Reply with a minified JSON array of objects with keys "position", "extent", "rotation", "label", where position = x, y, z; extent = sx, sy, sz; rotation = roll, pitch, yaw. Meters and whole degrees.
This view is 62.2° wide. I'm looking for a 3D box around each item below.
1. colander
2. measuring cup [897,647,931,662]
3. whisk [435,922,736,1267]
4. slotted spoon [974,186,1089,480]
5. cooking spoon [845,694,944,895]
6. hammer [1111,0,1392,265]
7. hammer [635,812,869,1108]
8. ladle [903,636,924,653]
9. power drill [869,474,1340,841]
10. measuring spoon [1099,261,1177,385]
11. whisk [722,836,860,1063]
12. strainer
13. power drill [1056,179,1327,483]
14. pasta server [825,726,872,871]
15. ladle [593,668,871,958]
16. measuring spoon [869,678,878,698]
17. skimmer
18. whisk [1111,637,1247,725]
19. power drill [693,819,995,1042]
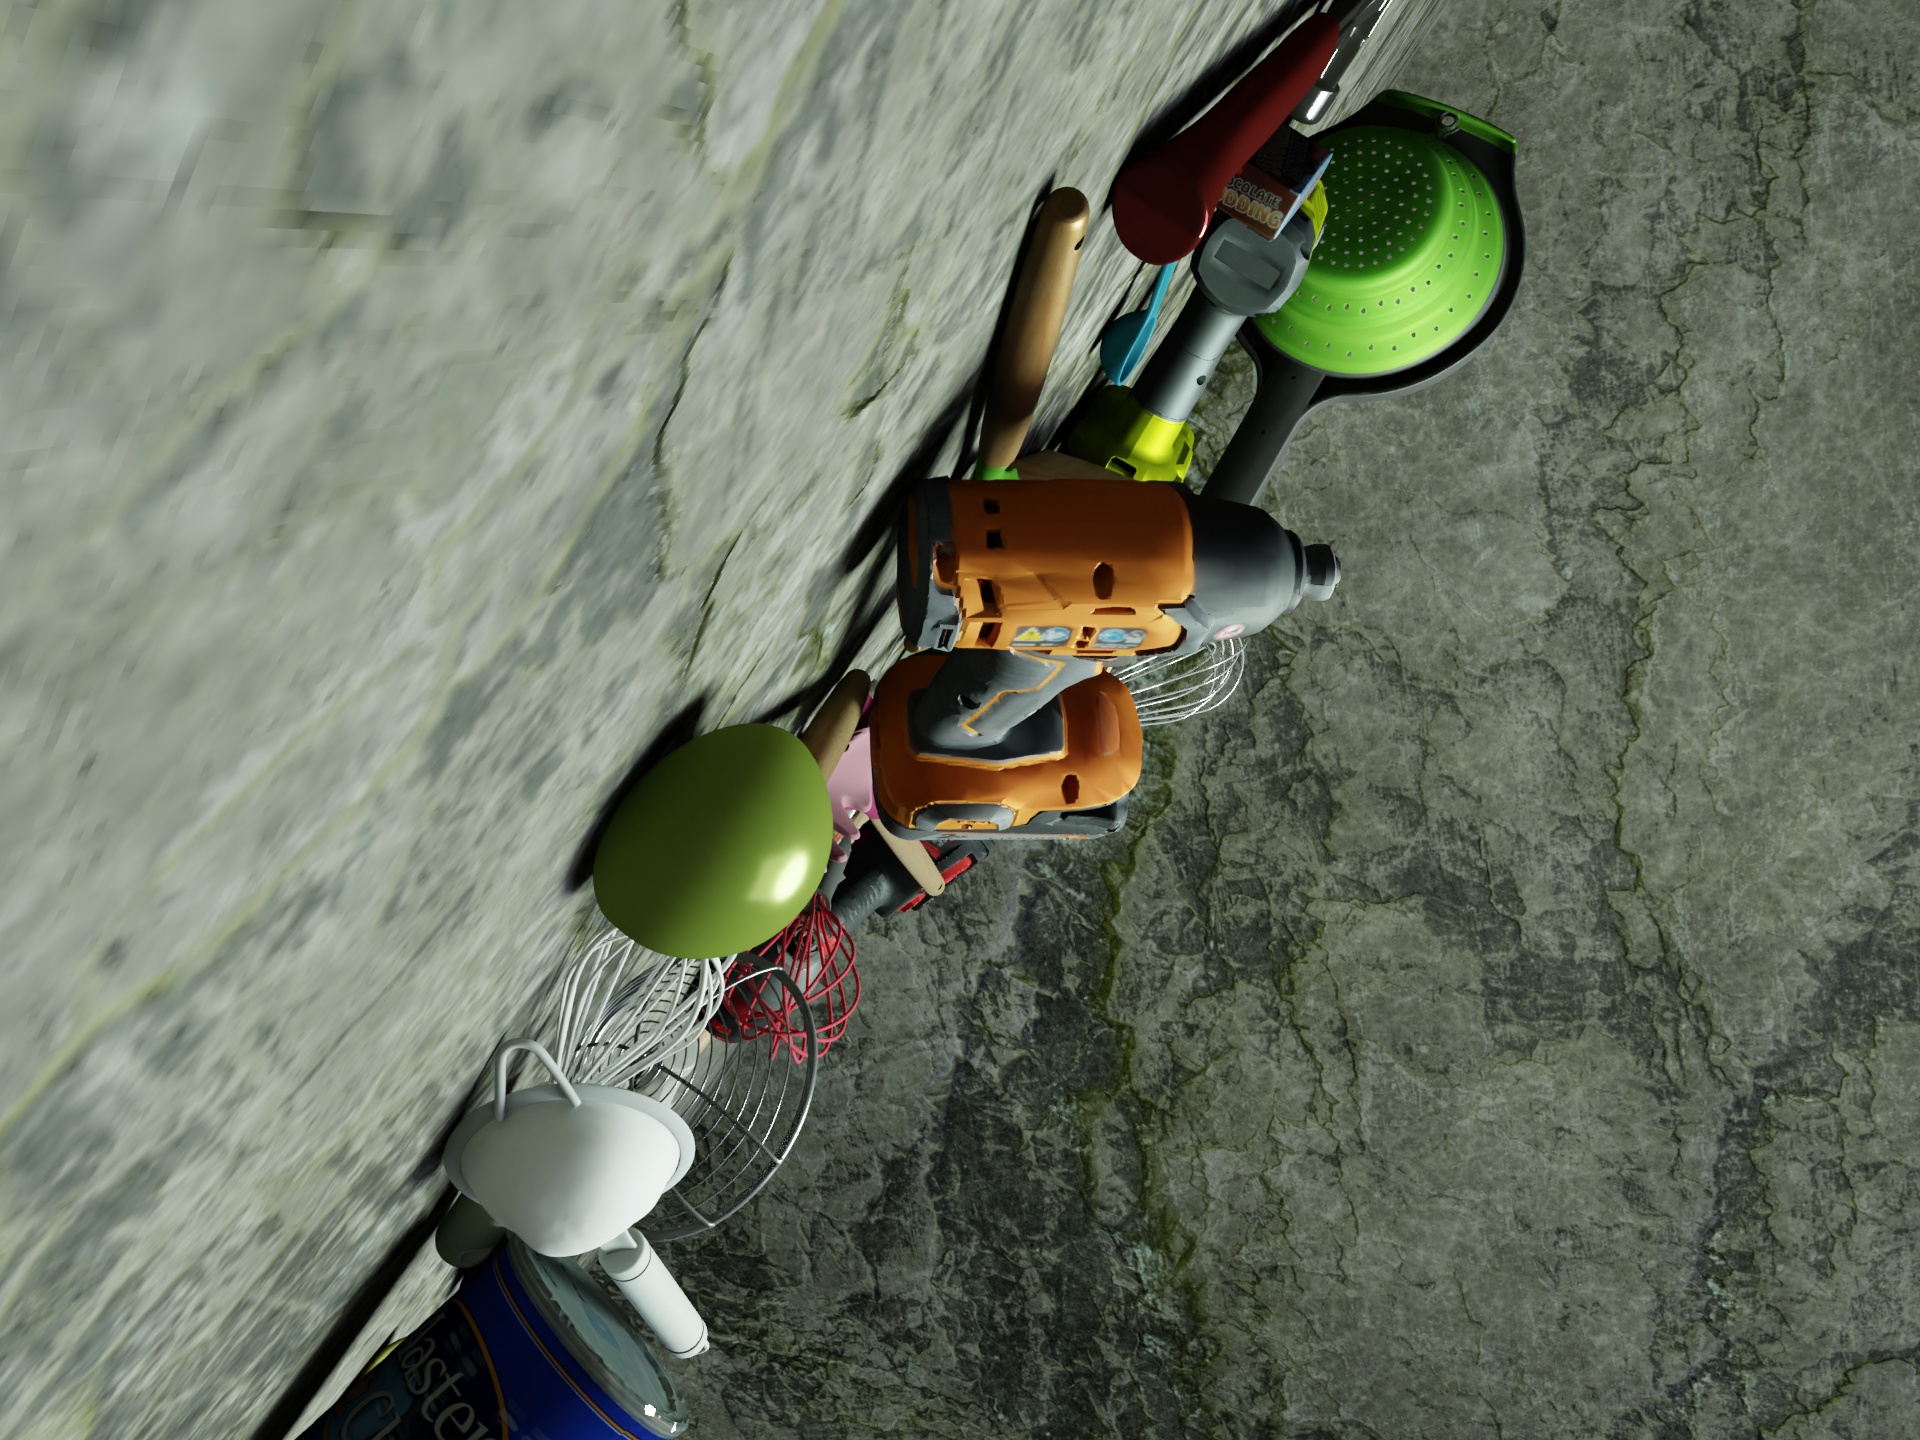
[{"position":[0.227,-0.252,1.055],"extent":[0.397,0.205,0.094],"rotation":[-60,161,2],"label":"colander"},{"position":[-0.028,-0.012,1.027],"extent":[0.083,0.038,0.167],"rotation":[-54,176,-34],"label":"measuring cup"},{"position":[-0.150,0.141,0.600],"extent":[0.057,0.059,0.246],"rotation":[1,139,-42],"label":"whisk"},{"position":[0.016,-0.112,0.609],"extent":[0.070,0.031,0.313],"rotation":[-55,177,-14],"label":"slotted spoon"},{"position":[-0.043,0.058,0.927],"extent":[0.069,0.017,0.318],"rotation":[-56,161,-12],"label":"cooking spoon"},{"position":[0.146,-0.286,0.688],"extent":[0.149,0.037,0.359],"rotation":[-57,178,42],"label":"hammer"},{"position":[-0.158,0.182,1.250],"extent":[0.331,0.031,0.130],"rotation":[-54,177,-45],"label":"hammer"},{"position":[0.031,-0.113,1.020],"extent":[0.069,0.031,0.315],"rotation":[-60,174,35],"label":"ladle"},{"position":[0.047,-0.022,0.652],"extent":[0.226,0.164,0.084],"rotation":[110,-22,-64],"label":"power drill"},{"position":[0.097,-0.232,0.823],"extent":[0.042,0.021,0.128],"rotation":[-53,168,-43],"label":"measuring spoon"},{"position":[-0.087,0.114,0.912],"extent":[0.073,0.073,0.296],"rotation":[-56,-172,13],"label":"whisk"},{"position":[-0.129,0.203,0.609],"extent":[0.258,0.087,0.050],"rotation":[80,-1,-51],"label":"strainer"},{"position":[0.148,-0.240,0.980],"extent":[0.228,0.080,0.191],"rotation":[-59,-178,36],"label":"power drill"},{"position":[-0.001,-0.003,0.848],"extent":[0.316,0.040,0.060],"rotation":[-30,129,-51],"label":"pasta server"},{"position":[-0.066,0.010,0.600],"extent":[0.078,0.062,0.320],"rotation":[-59,-176,12],"label":"ladle"},{"position":[-0.075,0.030,0.881],"extent":[0.124,0.018,0.034],"rotation":[-55,179,18],"label":"measuring spoon"},{"position":[-0.172,0.228,0.773],"extent":[0.363,0.090,0.127],"rotation":[126,-32,-47],"label":"skimmer"},{"position":[0.044,-0.001,0.987],"extent":[0.284,0.070,0.070],"rotation":[-21,176,-2],"label":"whisk"},{"position":[-0.082,0.131,1.111],"extent":[0.220,0.078,0.143],"rotation":[-39,177,-40],"label":"power drill"}]
